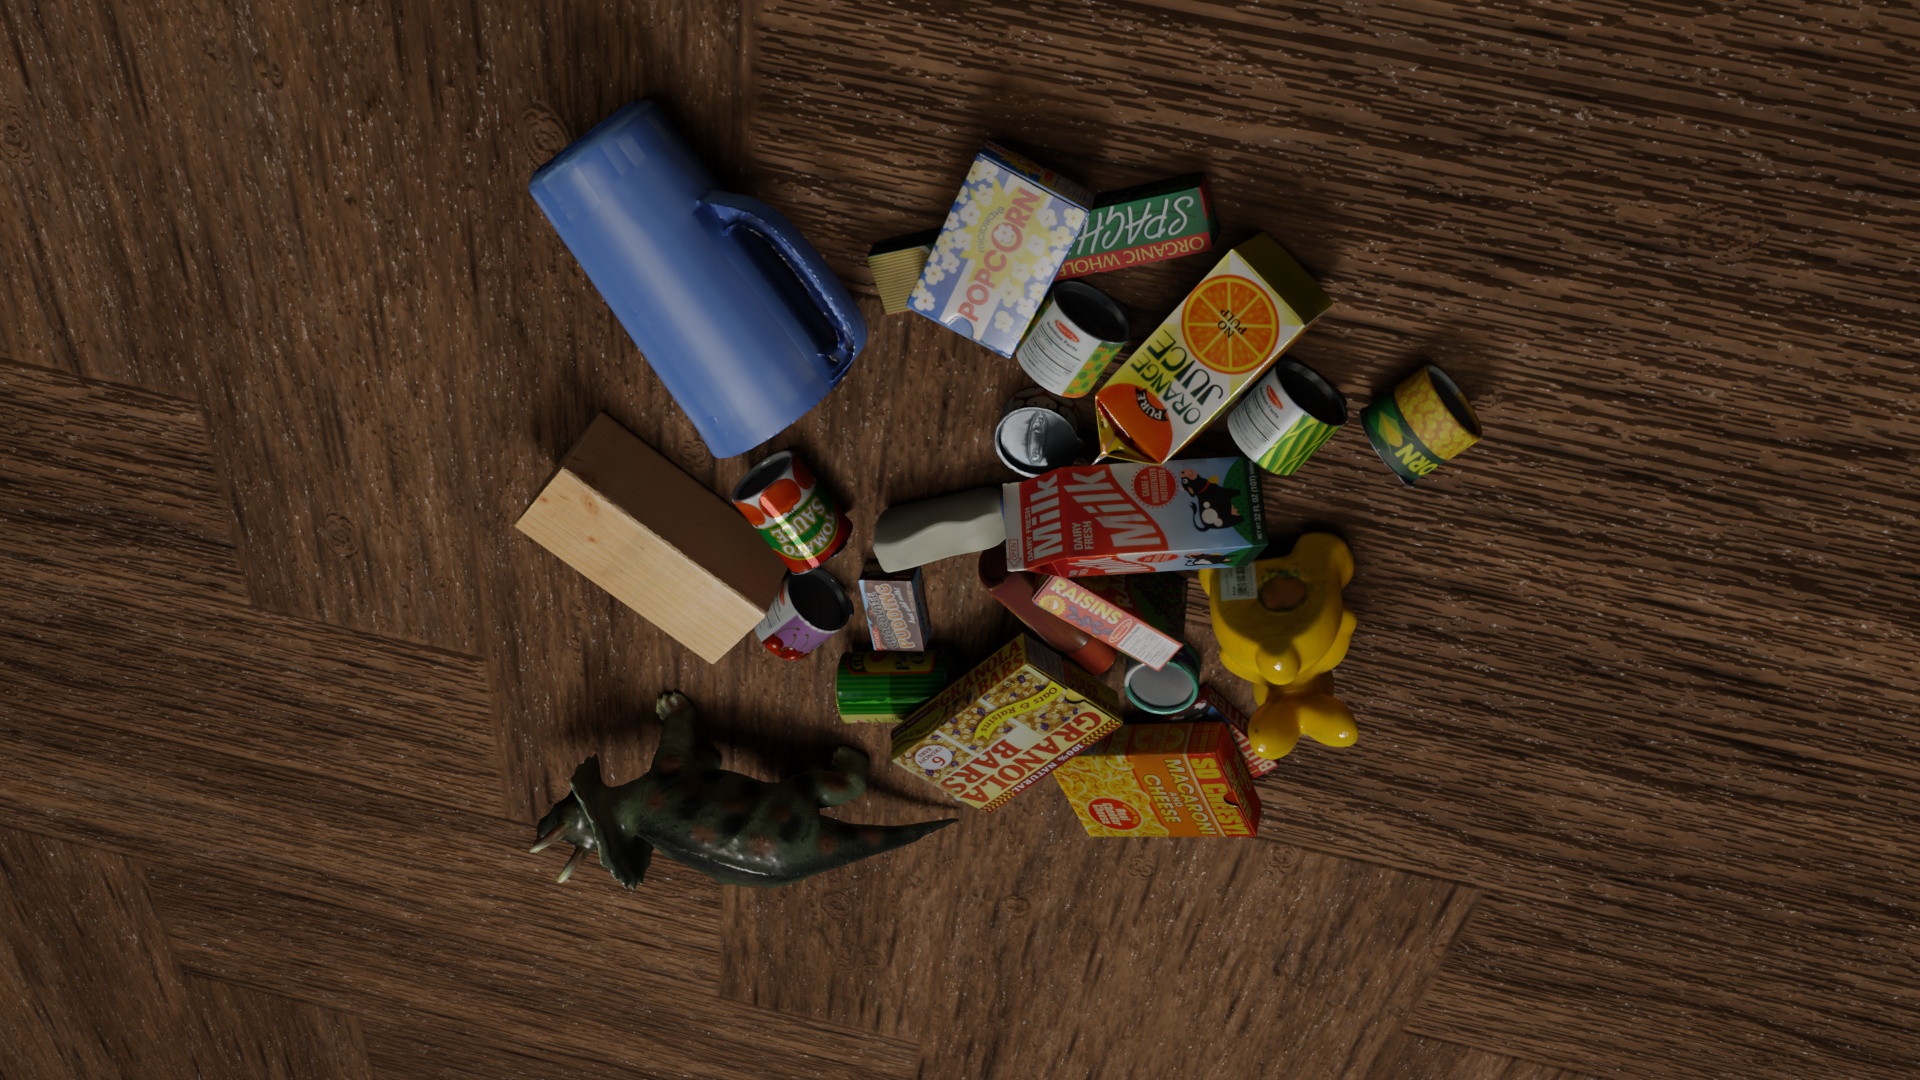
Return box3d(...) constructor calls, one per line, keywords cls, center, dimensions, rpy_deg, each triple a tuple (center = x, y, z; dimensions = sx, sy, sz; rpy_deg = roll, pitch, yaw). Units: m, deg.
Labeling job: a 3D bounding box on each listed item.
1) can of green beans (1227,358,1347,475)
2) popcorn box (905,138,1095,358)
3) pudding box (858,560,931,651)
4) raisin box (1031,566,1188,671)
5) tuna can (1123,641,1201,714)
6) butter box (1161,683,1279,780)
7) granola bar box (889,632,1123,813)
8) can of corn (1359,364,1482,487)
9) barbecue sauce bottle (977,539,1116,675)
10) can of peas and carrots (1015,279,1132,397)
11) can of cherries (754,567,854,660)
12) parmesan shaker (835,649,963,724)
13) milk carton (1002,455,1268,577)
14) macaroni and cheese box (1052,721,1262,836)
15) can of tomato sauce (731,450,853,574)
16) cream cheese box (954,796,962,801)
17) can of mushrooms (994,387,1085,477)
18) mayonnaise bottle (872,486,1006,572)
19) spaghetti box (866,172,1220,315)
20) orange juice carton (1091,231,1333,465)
box3d(cls="can of green beans", center=(0.239, -0.090, 1.019), dimensions=(0.071, 0.071, 0.057), rpy_deg=(31, 128, -11))
box3d(cls="popcorn box", center=(0.027, -0.201, 0.961), dimensions=(0.085, 0.038, 0.126), rpy_deg=(26, 124, -5))
box3d(cls="pudding box", center=(-0.058, 0.058, 1.226), dimensions=(0.049, 0.030, 0.083), rpy_deg=(1, 127, 13))
box3d(cls="raisin box", center=(0.123, 0.041, 1.135), dimensions=(0.123, 0.086, 0.040), rpy_deg=(29, 127, -10))
box3d(cls="tuna can", center=(0.179, 0.120, 1.217), dimensions=(0.071, 0.033, 0.070), rpy_deg=(7, 128, 9))
box3d(cls="butter box", center=(0.235, 0.177, 1.254), dimensions=(0.103, 0.024, 0.053), rpy_deg=(40, 126, -18))
box3d(cls="granola bar box", center=(0.039, 0.163, 1.210), dimensions=(0.124, 0.039, 0.165), rpy_deg=(34, 121, -31))
box3d(cls="can of corn", center=(0.333, -0.082, 1.001), dimensions=(0.071, 0.071, 0.058), rpy_deg=(40, 125, -18))
box3d(cls="barbecue sauce bottle", center=(0.077, 0.060, 1.179), dimensions=(0.043, 0.065, 0.148), rpy_deg=(-38, 122, 15))
box3d(cls="can of peas and carrots", center=(0.083, -0.147, 1.013), dimensions=(0.071, 0.071, 0.058), rpy_deg=(29, 128, -10))
box3d(cls="can of cherries", center=(-0.139, 0.066, 1.228), dimensions=(0.071, 0.072, 0.058), rpy_deg=(39, 126, -17))
box3d(cls="parmesan shaker", center=(-0.053, 0.132, 1.262), dimensions=(0.103, 0.072, 0.071), rpy_deg=(-3, 126, 14))
box3d(cls="milk carton", center=(0.129, -0.016, 1.056), dimensions=(0.191, 0.072, 0.073), rpy_deg=(-3, 166, -1))
box3d(cls="macaroni and cheese box", center=(0.176, 0.222, 1.271), dimensions=(0.166, 0.040, 0.123), rpy_deg=(-6, 131, 30))
box3d(cls="can of tomato sauce", center=(-0.140, -0.023, 1.156), dimensions=(0.071, 0.071, 0.083), rpy_deg=(-23, 119, 28))
box3d(cls="cream cheese box", center=(0.012, 0.192, 1.299), dimensions=(0.024, 0.054, 0.103), rpy_deg=(8, 129, 5))
box3d(cls="can of mushrooms", center=(0.064, -0.084, 1.086), dimensions=(0.071, 0.034, 0.070), rpy_deg=(6, 128, 8))
box3d(cls="mayonnaise bottle", center=(0.004, -0.014, 1.137), dimensions=(0.148, 0.065, 0.041), rpy_deg=(-12, 122, 17))
box3d(cls="spaghetti box", center=(0.056, -0.211, 0.992), dimensions=(0.250, 0.029, 0.050), rpy_deg=(-8, 124, 19))
box3d(cls="orange juice carton", center=(0.167, -0.123, 0.994), dimensions=(0.073, 0.072, 0.191), rpy_deg=(47, 126, 6))
